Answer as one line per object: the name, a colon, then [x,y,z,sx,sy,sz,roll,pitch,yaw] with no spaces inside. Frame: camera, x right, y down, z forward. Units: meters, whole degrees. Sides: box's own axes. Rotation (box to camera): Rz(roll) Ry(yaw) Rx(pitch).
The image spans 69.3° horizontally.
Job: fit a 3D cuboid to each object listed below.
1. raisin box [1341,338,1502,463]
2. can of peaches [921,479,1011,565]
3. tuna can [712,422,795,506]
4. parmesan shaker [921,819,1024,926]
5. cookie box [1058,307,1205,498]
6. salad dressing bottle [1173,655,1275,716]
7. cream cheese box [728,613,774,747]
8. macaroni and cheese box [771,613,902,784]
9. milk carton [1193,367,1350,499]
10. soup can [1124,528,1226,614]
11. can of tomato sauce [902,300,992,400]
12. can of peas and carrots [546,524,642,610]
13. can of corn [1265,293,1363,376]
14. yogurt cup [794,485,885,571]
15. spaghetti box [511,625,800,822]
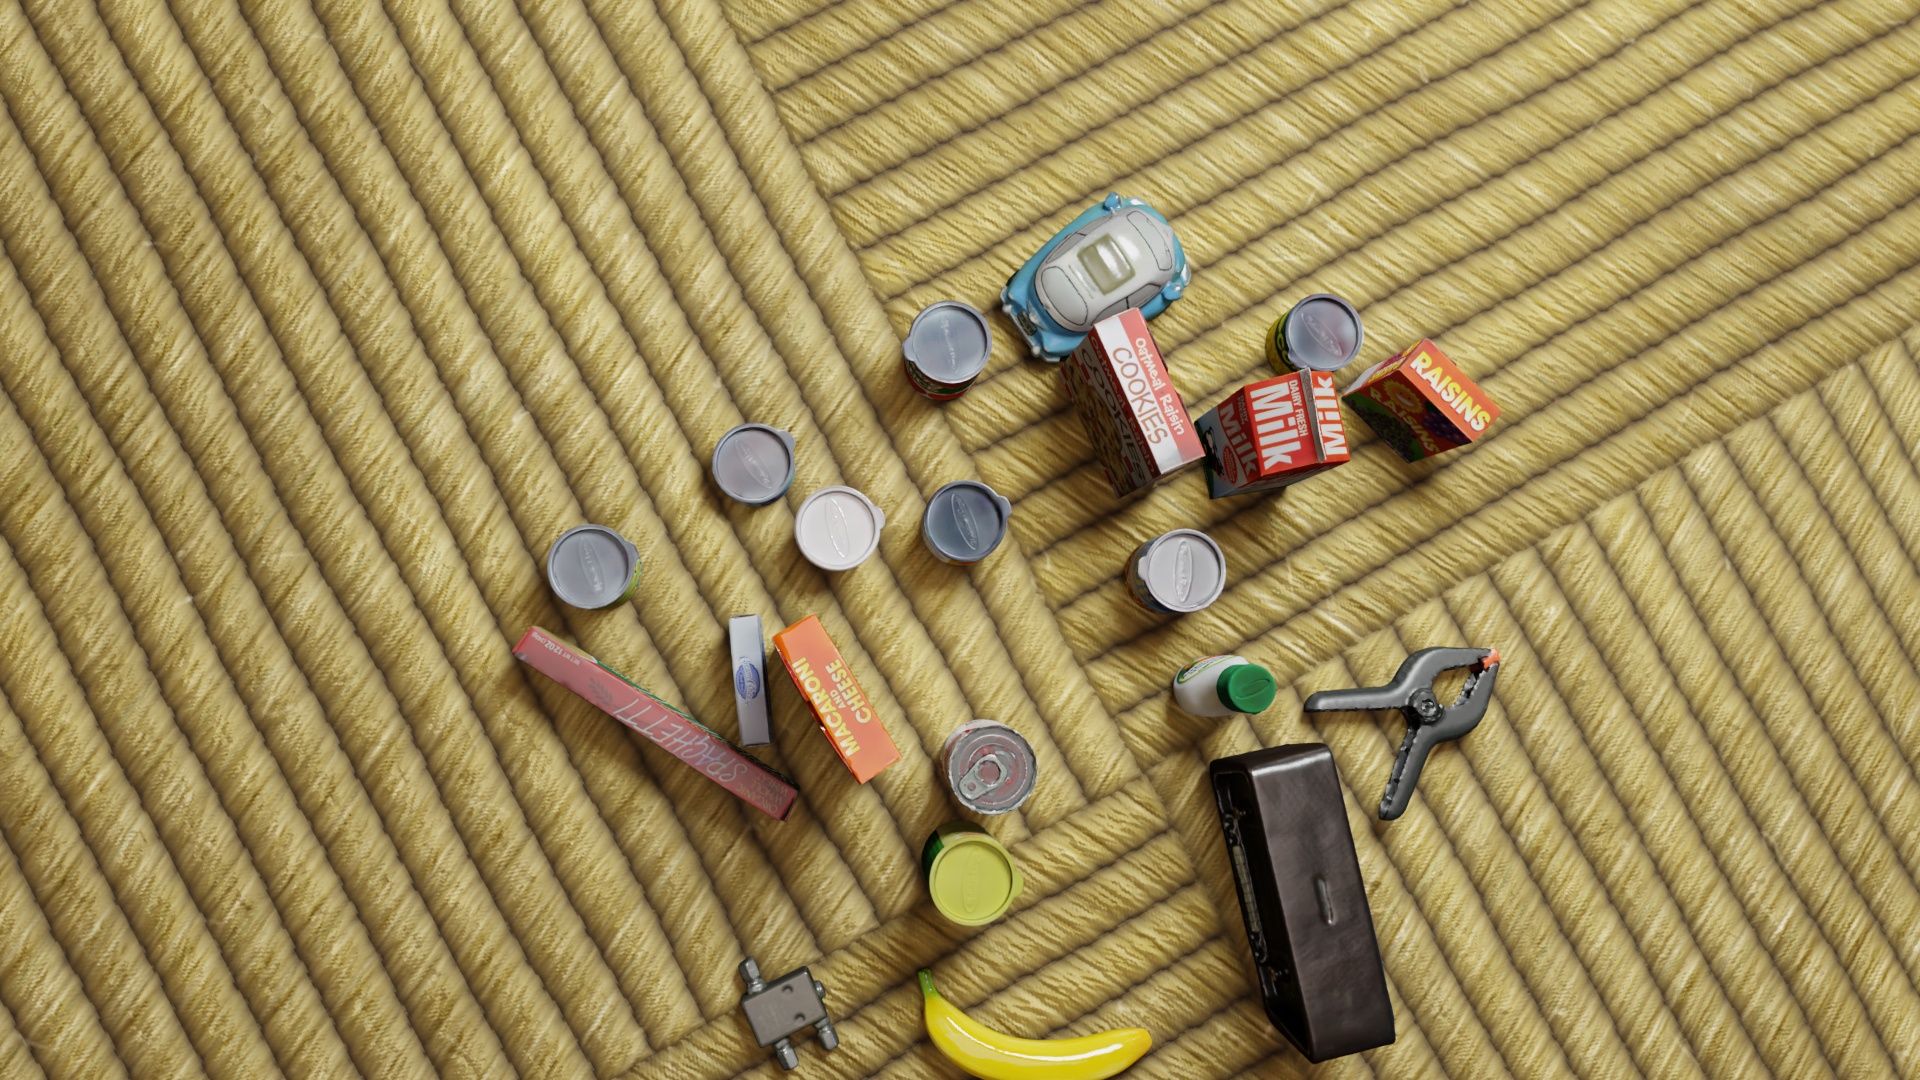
raisin box: [0.377,-0.113,1.144,0.086,0.123,0.040,45,83,0]
can of peaches: [0.004,-0.014,1.133,0.071,0.058,0.071,0,85,-5]
tuna can: [-0.166,-0.063,1.134,0.071,0.033,0.071,0,85,-5]
parmesan shaker: [0.008,0.258,1.085,0.071,0.103,0.071,0,85,-5]
cookie box: [0.132,-0.104,1.098,0.040,0.167,0.123,-24,88,-7]
salad dressing bottle: [0.210,0.115,1.095,0.064,0.147,0.044,-24,88,-7]
cream cheese box: [-0.167,0.111,1.107,0.024,0.053,0.104,-6,85,-6]
macaroni and cheese box: [-0.095,0.119,1.057,0.040,0.166,0.123,-31,89,-7]
milk carton: [0.248,-0.083,1.095,0.073,0.190,0.072,-10,86,-6]
soup can: [0.171,0.026,1.131,0.071,0.083,0.071,0,85,-5]
can of tomato sauce: [-0.014,-0.152,1.131,0.071,0.083,0.071,0,85,-5]
can of peas and carrots: [-0.287,0.021,1.102,0.071,0.058,0.071,0,85,-5]
can of corn: [0.296,-0.168,1.174,0.071,0.058,0.071,0,85,-5]
yogurt cup: [-0.100,-0.008,1.125,0.072,0.054,0.072,0,85,-5]
spaghetti box: [-0.237,0.145,1.099,0.250,0.050,0.029,32,83,-2]
